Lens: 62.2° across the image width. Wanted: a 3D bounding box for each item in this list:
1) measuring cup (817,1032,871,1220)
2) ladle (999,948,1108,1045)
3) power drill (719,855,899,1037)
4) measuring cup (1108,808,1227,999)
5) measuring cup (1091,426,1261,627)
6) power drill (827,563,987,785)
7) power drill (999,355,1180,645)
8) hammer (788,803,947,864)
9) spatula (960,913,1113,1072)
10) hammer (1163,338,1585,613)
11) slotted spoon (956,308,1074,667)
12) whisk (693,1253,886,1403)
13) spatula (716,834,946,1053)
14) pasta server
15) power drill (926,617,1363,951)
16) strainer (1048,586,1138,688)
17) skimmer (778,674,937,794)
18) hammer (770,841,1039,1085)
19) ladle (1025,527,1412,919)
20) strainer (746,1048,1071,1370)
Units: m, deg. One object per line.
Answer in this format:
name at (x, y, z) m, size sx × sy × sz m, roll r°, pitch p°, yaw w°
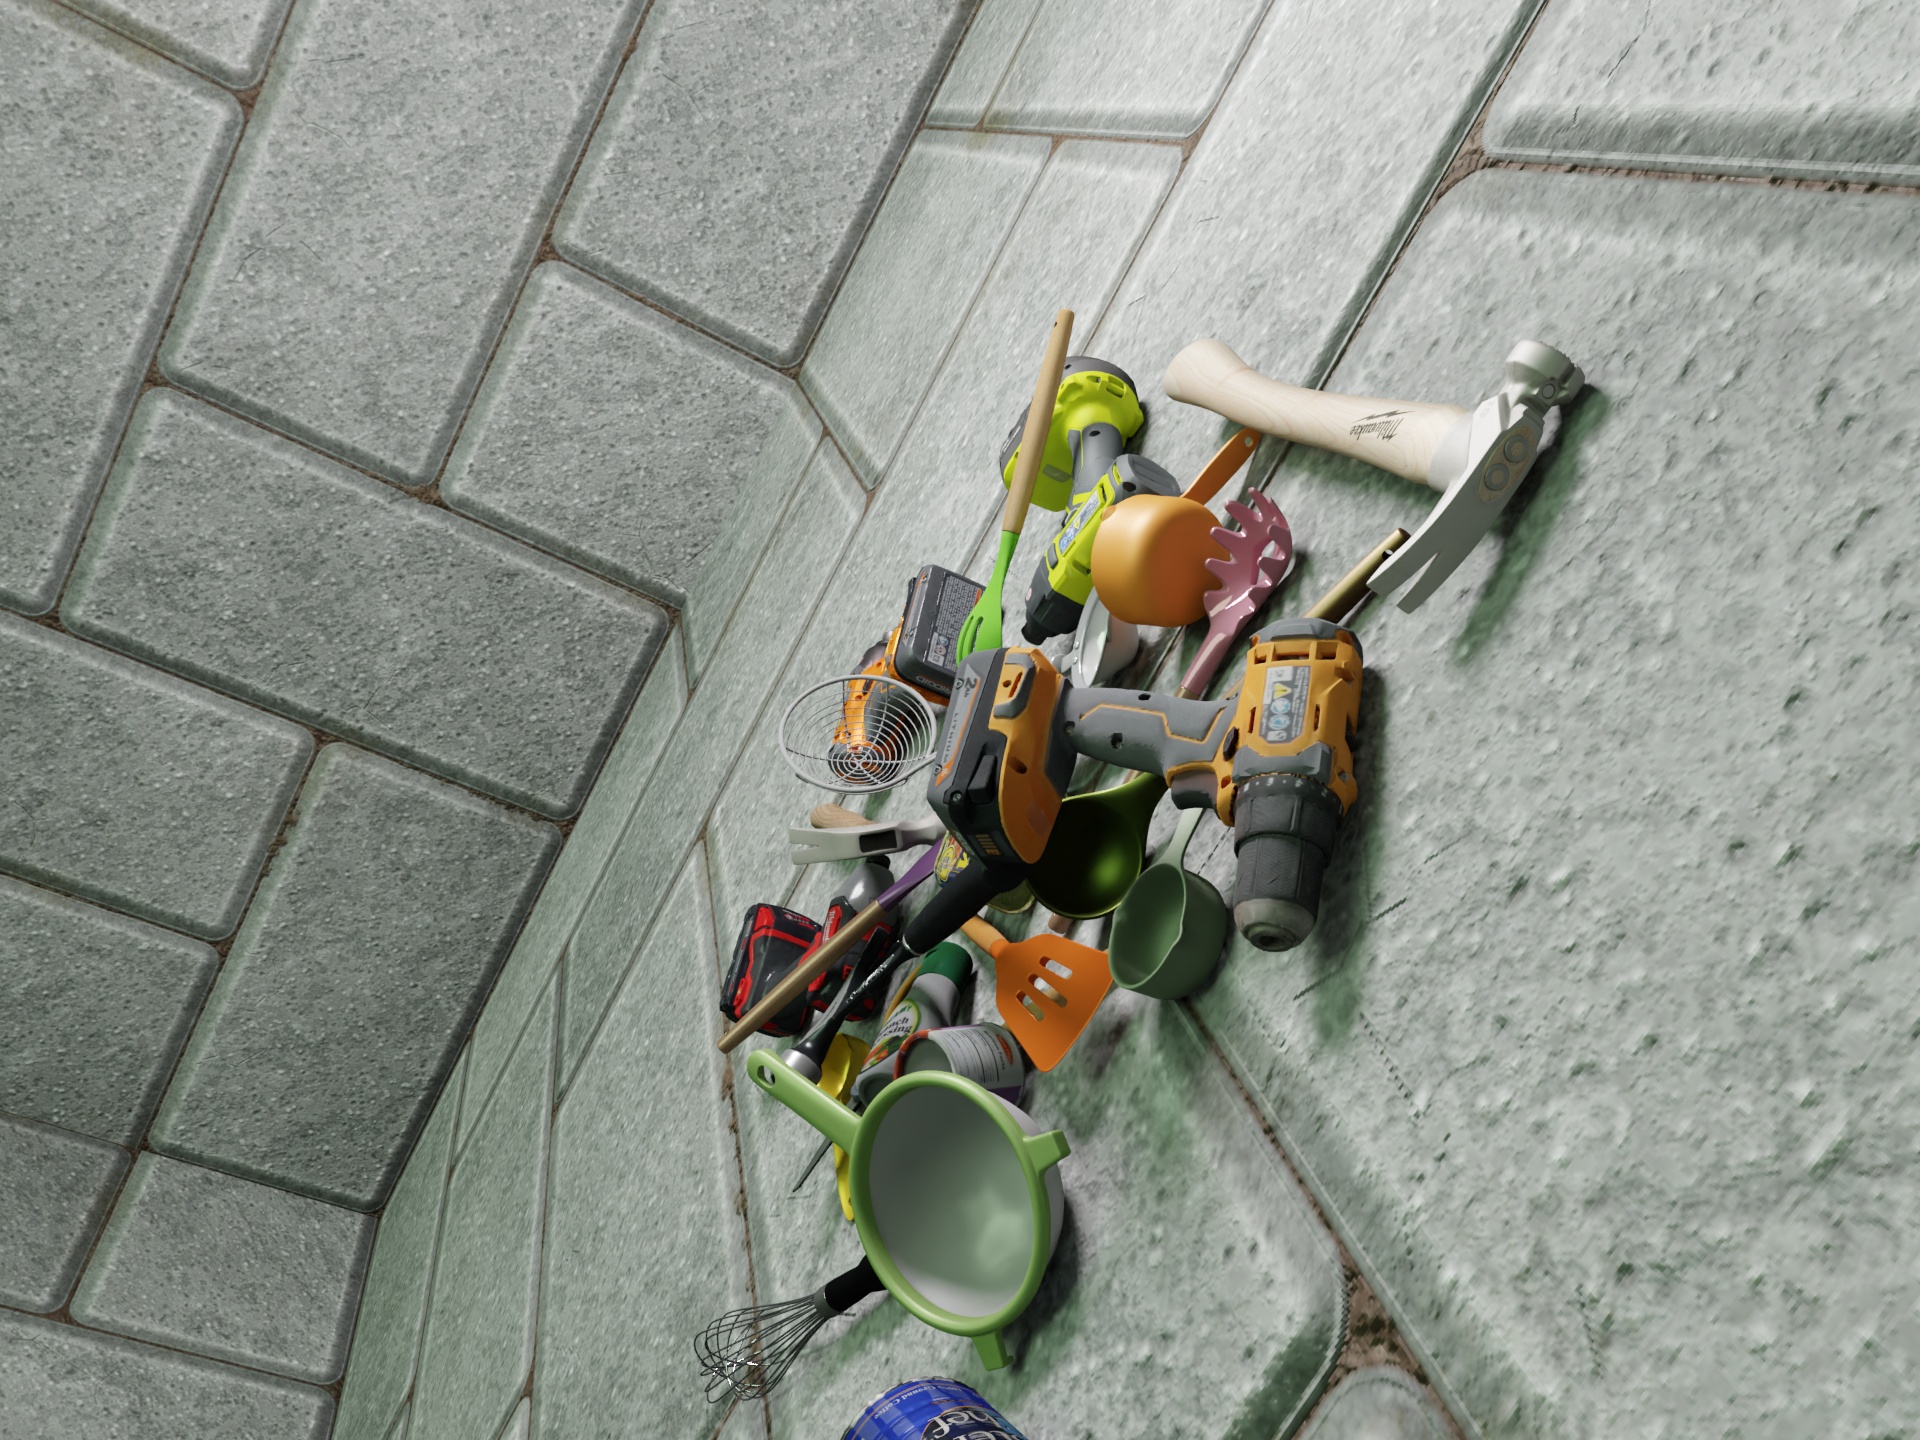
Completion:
measuring cup at (-0.084, 0.317, 1.240) m, size 0.062 × 0.029 × 0.157 m, roll -48°, pitch 37°, yaw 34°
ladle at (0.016, 0.227, 1.071) m, size 0.315 × 0.031 × 0.069 m, roll -46°, pitch 26°, yaw 40°
power drill at (-0.125, 0.200, 1.399) m, size 0.219 × 0.078 × 0.143 m, roll -29°, pitch 41°, yaw 55°
measuring cup at (0.138, 0.081, 0.908) m, size 0.167 × 0.038 × 0.083 m, roll -66°, pitch 19°, yaw -7°
measuring cup at (0.162, -0.135, 1.059) m, size 0.173 × 0.095 × 0.052 m, roll -49°, pitch 30°, yaw -14°
power drill at (-0.048, -0.052, 1.486) m, size 0.226 × 0.084 × 0.164 m, roll -45°, pitch 27°, yaw 54°
power drill at (0.093, -0.176, 1.269) m, size 0.171 × 0.080 × 0.223 m, roll -53°, pitch 26°, yaw 33°
hammer at (-0.102, 0.097, 1.438) m, size 0.331 × 0.130 × 0.031 m, roll 179°, pitch 84°, yaw -77°
spatula at (0.029, 0.158, 1.086) m, size 0.081 × 0.041 × 0.323 m, roll -56°, pitch 10°, yaw -4°
hammer at (0.209, -0.178, 0.974) m, size 0.146 × 0.038 × 0.411 m, roll -56°, pitch 22°, yaw 7°
slotted spoon at (0.045, -0.172, 1.251) m, size 0.070 × 0.031 × 0.314 m, roll 10°, pitch 85°, yaw 68°
whisk at (-0.108, 0.422, 1.128) m, size 0.284 × 0.070 × 0.070 m, roll -44°, pitch 29°, yaw 38°
spatula at (-0.080, 0.164, 1.275) m, size 0.316 × 0.018 × 0.060 m, roll -42°, pitch 10°, yaw 10°
pasta server at (0.129, 0.001, 1.022) m, size 0.316 × 0.040 × 0.060 m, roll -62°, pitch 30°, yaw 13°
power drill at (0.100, 0.037, 0.861) m, size 0.226 × 0.084 × 0.185 m, roll -3°, pitch 55°, yaw 25°
strainer at (0.080, -0.043, 1.198) m, size 0.258 × 0.050 × 0.087 m, roll 147°, pitch 134°, yaw -66°
skimmer at (-0.002, -0.004, 1.187) m, size 0.363 × 0.090 × 0.127 m, roll -11°, pitch 29°, yaw 51°
hammer at (-0.032, 0.155, 1.102) m, size 0.149 × 0.036 × 0.408 m, roll -54°, pitch 2°, yaw -33°
ladle at (0.149, 0.006, 0.941) m, size 0.320 × 0.078 × 0.062 m, roll -48°, pitch -1°, yaw 29°
strainer at (-0.028, 0.261, 0.971) m, size 0.257 × 0.069 × 0.151 m, roll 24°, pitch 106°, yaw 39°
